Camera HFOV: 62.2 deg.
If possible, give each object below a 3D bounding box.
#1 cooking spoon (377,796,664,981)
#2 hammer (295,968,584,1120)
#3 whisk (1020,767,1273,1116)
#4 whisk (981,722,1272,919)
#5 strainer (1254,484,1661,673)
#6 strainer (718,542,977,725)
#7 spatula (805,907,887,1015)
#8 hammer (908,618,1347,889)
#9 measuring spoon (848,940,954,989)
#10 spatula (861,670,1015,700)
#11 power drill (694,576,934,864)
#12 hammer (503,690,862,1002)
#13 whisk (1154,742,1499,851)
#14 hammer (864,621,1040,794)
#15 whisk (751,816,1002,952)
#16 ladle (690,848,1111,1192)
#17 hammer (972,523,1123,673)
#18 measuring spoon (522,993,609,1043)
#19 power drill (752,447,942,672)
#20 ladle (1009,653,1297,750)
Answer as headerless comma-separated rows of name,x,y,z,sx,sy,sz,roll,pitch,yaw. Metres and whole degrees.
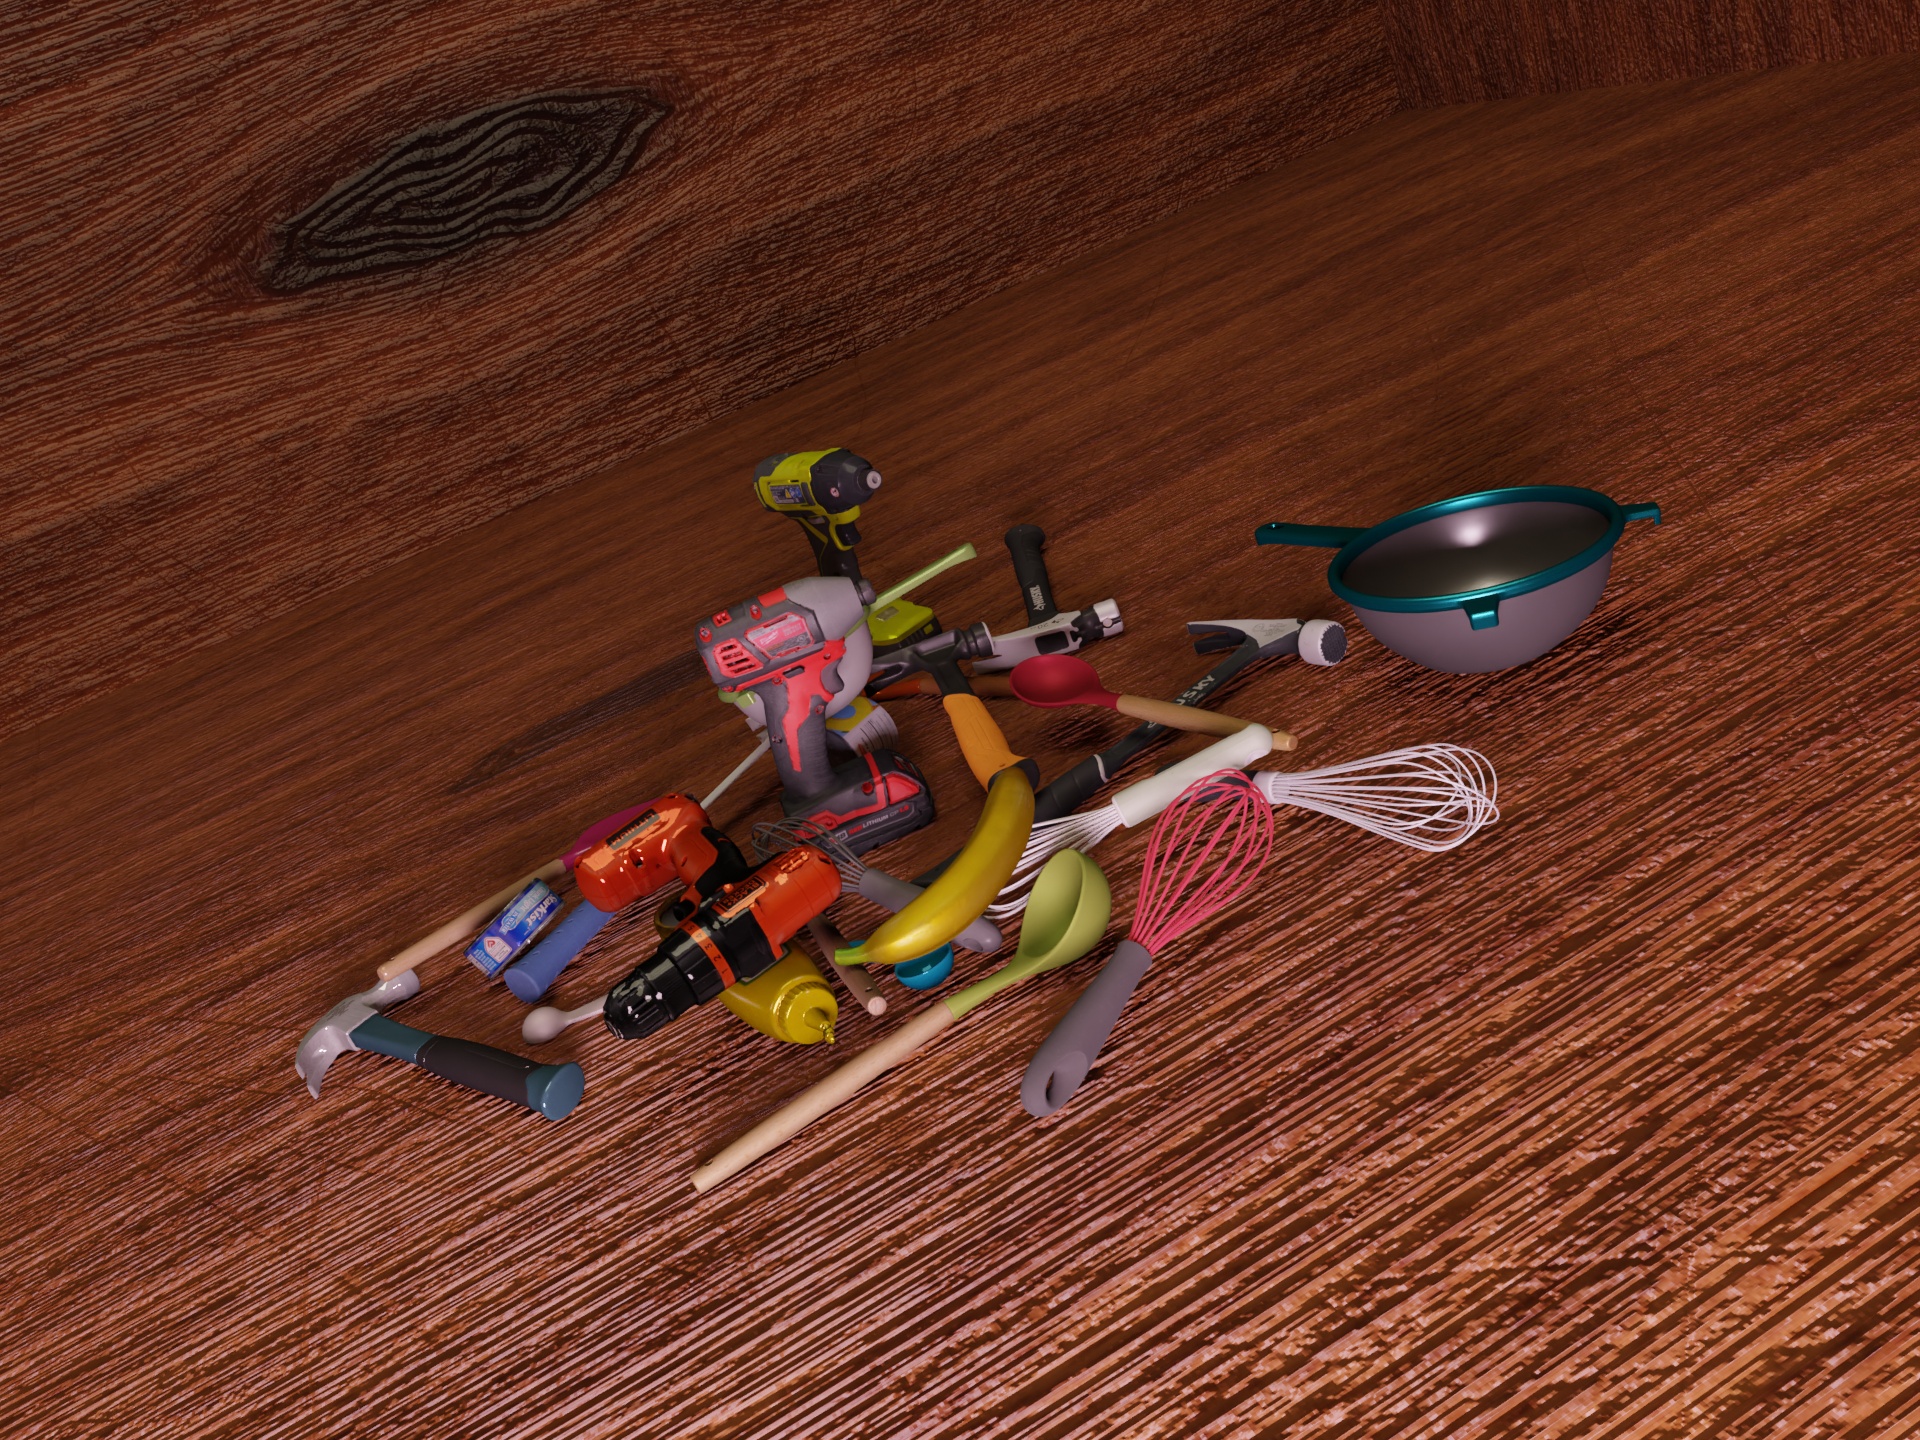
cooking spoon,-0.369,0.140,1.389,0.069,0.017,0.319,2,25,42
hammer,-0.387,0.248,1.188,0.331,0.033,0.128,2,32,42
whisk,0.116,0.131,0.984,0.073,0.073,0.296,0,37,41
whisk,0.104,0.066,1.098,0.246,0.057,0.059,-28,66,7
strainer,0.355,-0.103,1.238,0.211,0.095,0.341,-29,22,-23
strainer,-0.084,-0.064,1.373,0.256,0.069,0.151,-32,12,-9
spatula,-0.094,0.150,1.128,0.060,0.018,0.316,-20,14,-12
hammer,0.118,0.025,1.236,0.409,0.036,0.149,-35,25,-27
measuring spoon,-0.046,0.169,1.098,0.042,0.021,0.129,-38,19,-31
spatula,-0.019,-0.040,1.485,0.323,0.041,0.081,1,32,40
power drill,-0.105,-0.006,1.259,0.143,0.219,0.079,-24,24,-4
hammer,-0.241,0.093,1.368,0.144,0.035,0.406,-23,19,47
whisk,0.233,0.048,1.070,0.070,0.070,0.285,-37,23,-32
hammer,-0.002,-0.004,1.322,0.127,0.034,0.337,-20,23,-4
whisk,-0.064,0.120,1.140,0.239,0.055,0.055,19,44,37
ladle,-0.035,0.186,0.996,0.320,0.062,0.078,-32,12,-17
hammer,0.071,-0.136,1.622,0.146,0.035,0.335,-19,23,5
measuring spoon,-0.273,0.208,1.196,0.124,0.018,0.034,-23,23,-5
power drill,-0.108,-0.163,1.594,0.080,0.223,0.171,-37,28,-32
ladle,0.142,-0.011,1.215,0.069,0.031,0.316,-32,25,-25
